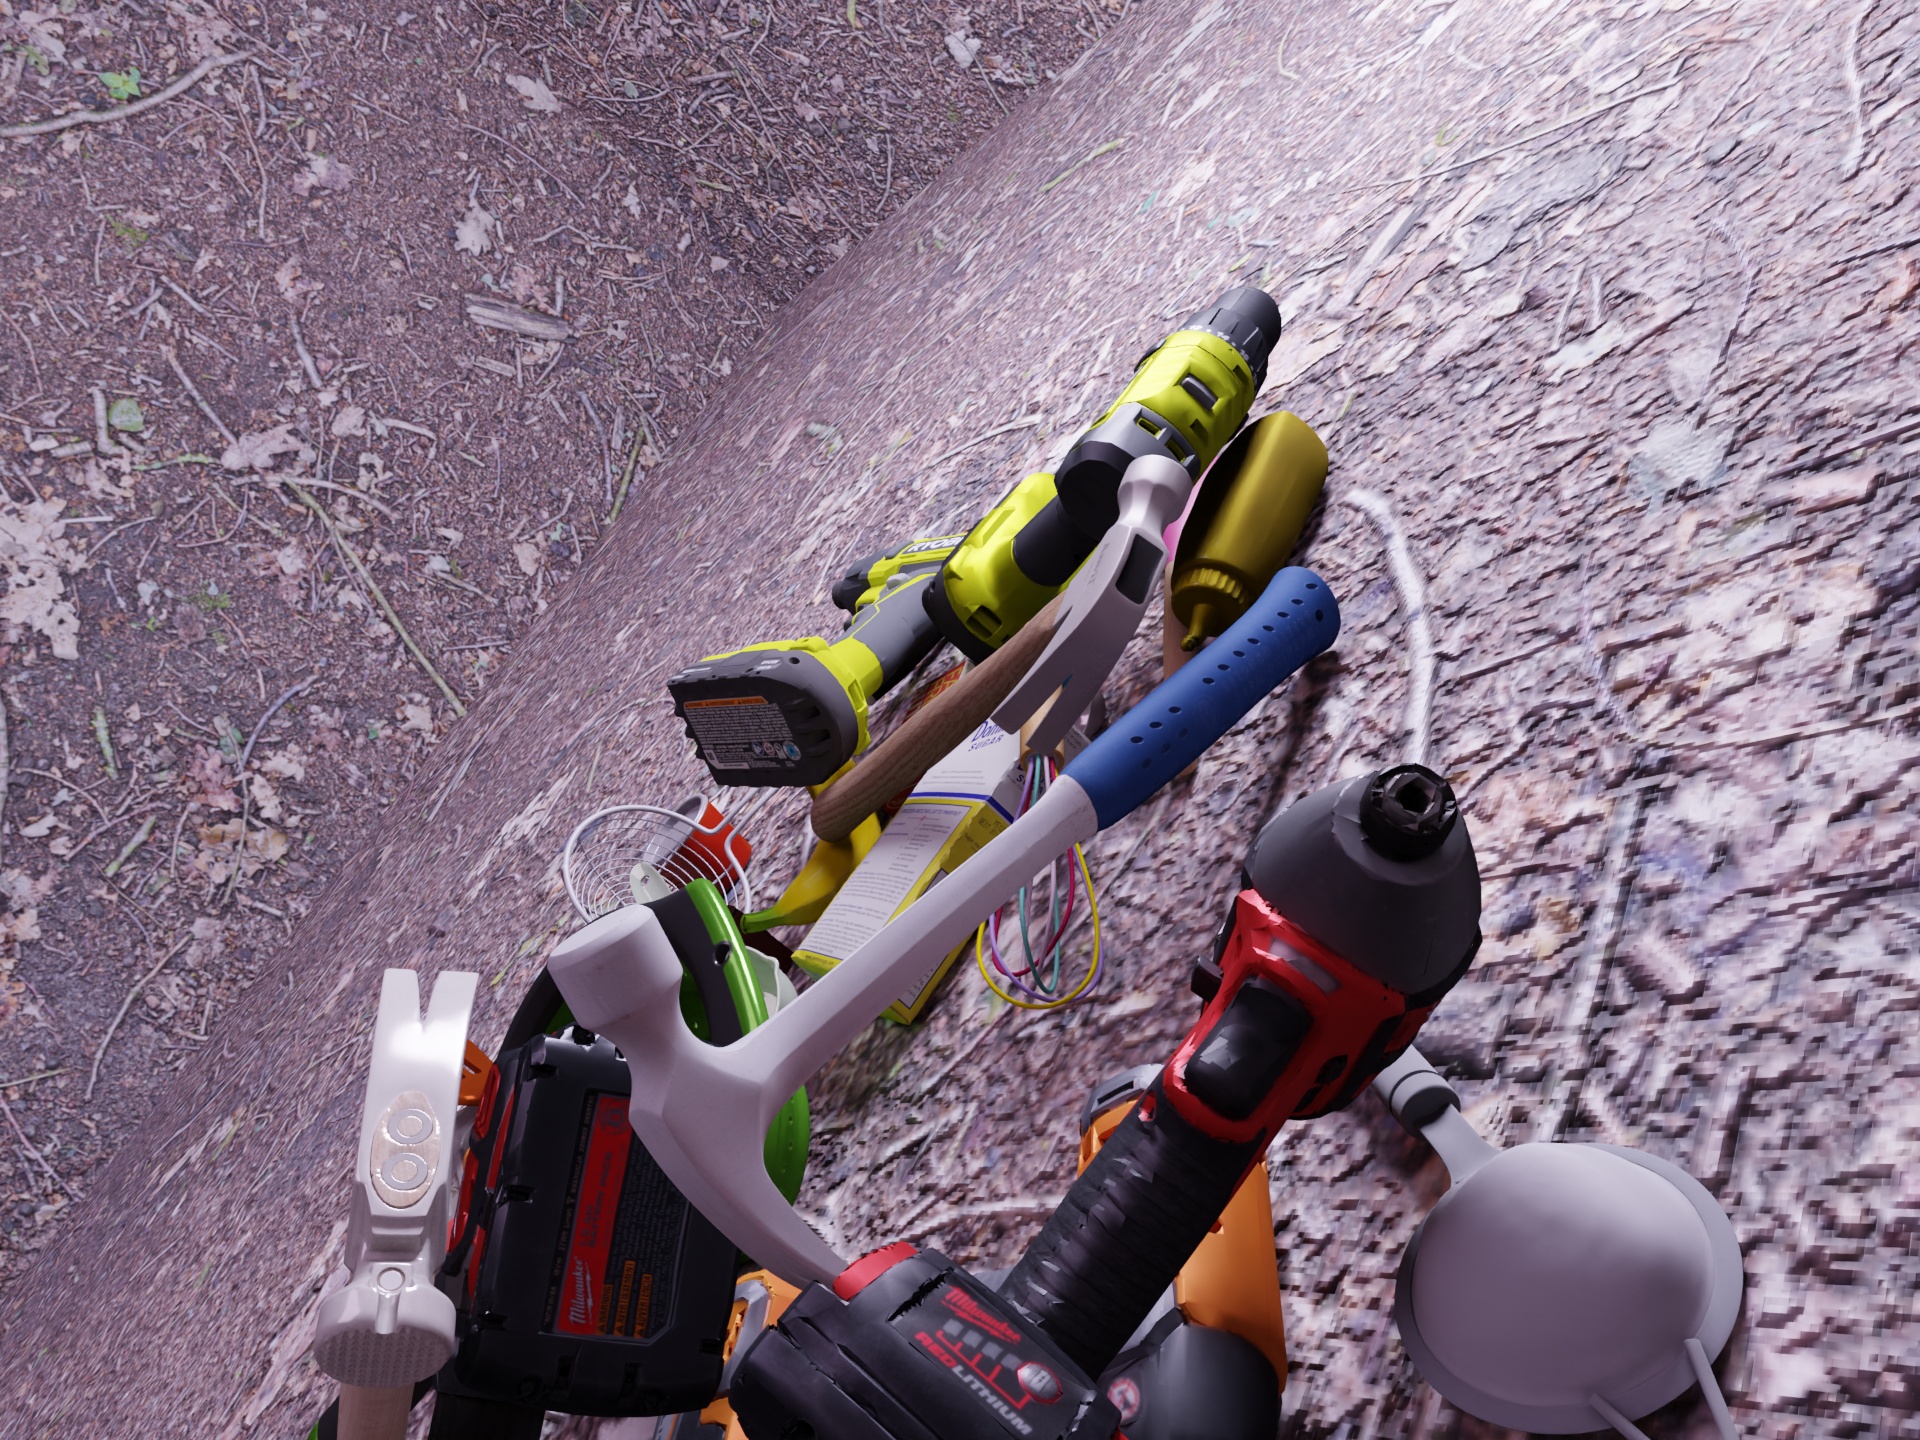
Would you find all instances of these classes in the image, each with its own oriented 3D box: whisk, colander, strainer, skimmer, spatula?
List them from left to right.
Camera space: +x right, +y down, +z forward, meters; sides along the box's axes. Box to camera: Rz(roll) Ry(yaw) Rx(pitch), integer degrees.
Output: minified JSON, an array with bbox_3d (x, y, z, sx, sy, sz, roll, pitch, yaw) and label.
[{"bbox_3d":[-0.270,0.225,1.032,0.322,0.041,0.081,-16,-3,41],"label":"spatula"},{"bbox_3d":[-0.187,0.256,0.771,0.397,0.094,0.205,-50,42,17],"label":"colander"},{"bbox_3d":[-0.109,0.016,1.070,0.363,0.127,0.090,-46,-11,-14],"label":"skimmer"},{"bbox_3d":[0.035,0.034,0.749,0.047,0.051,0.245,-24,38,23],"label":"whisk"},{"bbox_3d":[0.137,0.116,0.465,0.087,0.050,0.259,-31,18,0],"label":"strainer"}]

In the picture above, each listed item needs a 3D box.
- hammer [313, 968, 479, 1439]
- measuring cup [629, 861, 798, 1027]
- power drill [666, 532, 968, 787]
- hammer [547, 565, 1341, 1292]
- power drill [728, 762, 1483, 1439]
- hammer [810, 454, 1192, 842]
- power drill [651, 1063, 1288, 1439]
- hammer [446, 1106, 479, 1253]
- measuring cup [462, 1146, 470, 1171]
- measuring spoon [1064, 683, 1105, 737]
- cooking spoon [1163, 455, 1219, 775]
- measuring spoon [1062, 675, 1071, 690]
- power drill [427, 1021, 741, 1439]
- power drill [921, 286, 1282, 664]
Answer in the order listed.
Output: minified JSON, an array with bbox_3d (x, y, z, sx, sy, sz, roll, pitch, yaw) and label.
[{"bbox_3d":[-0.229,0.277,0.621,0.146,0.038,0.410,-103,26,-48],"label":"hammer"},{"bbox_3d":[-0.146,0.140,0.900,0.083,0.038,0.168,-40,47,-2],"label":"measuring cup"},{"bbox_3d":[-0.071,-0.048,1.012,0.171,0.080,0.223,-3,29,43],"label":"power drill"},{"bbox_3d":[0.039,0.042,0.594,0.035,0.144,0.405,-17,13,46],"label":"hammer"},{"bbox_3d":[0.050,0.106,0.383,0.220,0.079,0.143,-45,-21,-26],"label":"power drill"},{"bbox_3d":[-0.001,-0.003,0.792,0.331,0.031,0.130,-39,22,54],"label":"hammer"},{"bbox_3d":[0.001,0.219,0.496,0.226,0.084,0.164,-34,24,24],"label":"power drill"},{"bbox_3d":[-0.311,0.331,0.979,0.149,0.036,0.359,-51,20,-9],"label":"hammer"},{"bbox_3d":[-0.206,0.226,0.906,0.173,0.052,0.095,-34,-4,11],"label":"measuring cup"},{"bbox_3d":[0.049,0.000,0.892,0.124,0.018,0.034,164,110,-65],"label":"measuring spoon"},{"bbox_3d":[0.119,-0.070,0.868,0.069,0.017,0.319,-30,27,25],"label":"cooking spoon"},{"bbox_3d":[0.074,-0.057,0.933,0.129,0.021,0.042,-55,21,-19],"label":"measuring spoon"},{"bbox_3d":[-0.151,0.207,0.584,0.226,0.080,0.188,144,137,-60],"label":"power drill"},{"bbox_3d":[0.083,-0.135,0.893,0.191,0.080,0.228,-53,6,-35],"label":"power drill"}]
